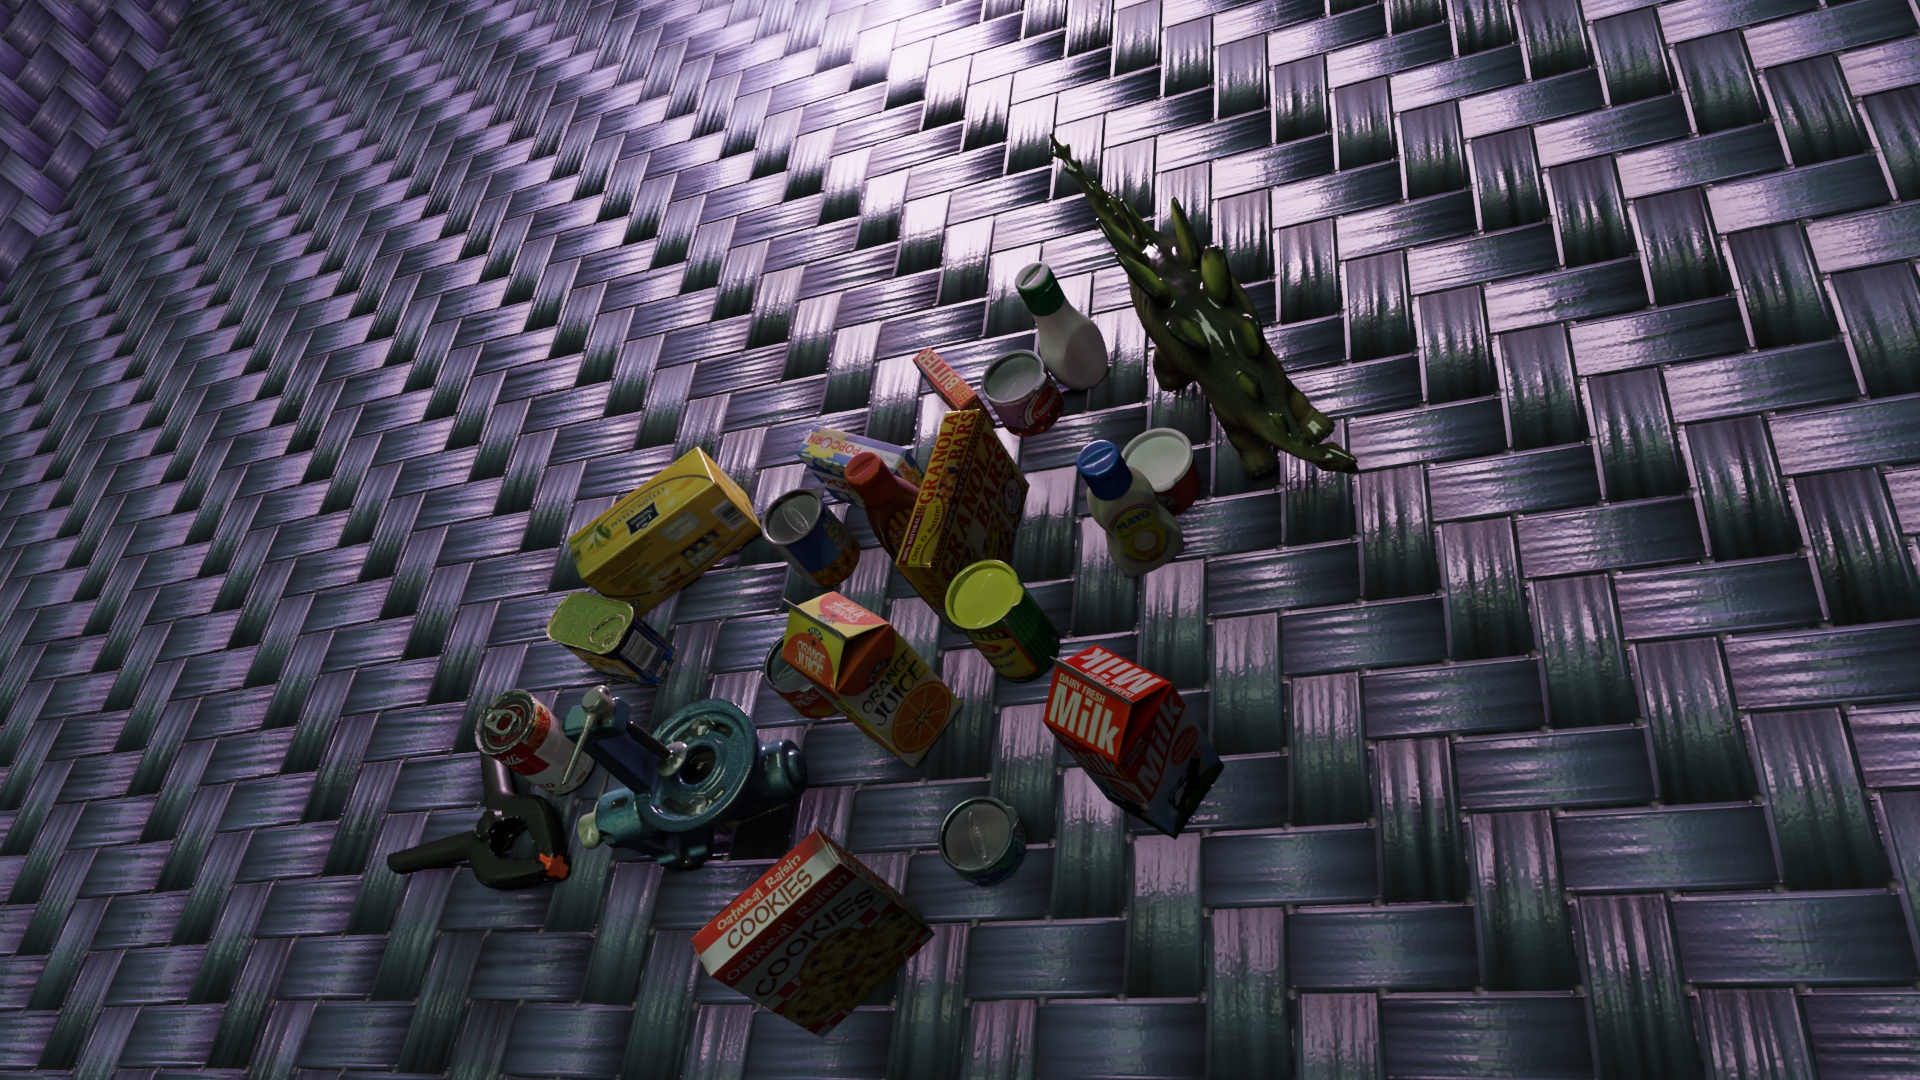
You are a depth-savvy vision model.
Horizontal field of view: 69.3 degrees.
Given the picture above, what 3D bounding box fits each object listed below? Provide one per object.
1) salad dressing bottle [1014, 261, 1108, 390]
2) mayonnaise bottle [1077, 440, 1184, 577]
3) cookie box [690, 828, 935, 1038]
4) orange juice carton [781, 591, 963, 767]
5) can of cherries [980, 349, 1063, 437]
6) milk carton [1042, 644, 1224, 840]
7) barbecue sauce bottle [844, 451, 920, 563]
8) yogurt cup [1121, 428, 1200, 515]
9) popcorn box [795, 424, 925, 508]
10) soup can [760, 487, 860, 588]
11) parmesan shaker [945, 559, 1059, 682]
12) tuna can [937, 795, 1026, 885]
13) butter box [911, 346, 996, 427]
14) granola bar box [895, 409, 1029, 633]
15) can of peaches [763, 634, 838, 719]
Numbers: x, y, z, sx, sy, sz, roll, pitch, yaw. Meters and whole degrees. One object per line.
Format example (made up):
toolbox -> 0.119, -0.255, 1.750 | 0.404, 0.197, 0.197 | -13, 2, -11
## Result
salad dressing bottle -> 0.096, -0.205, 1.328 | 0.044, 0.147, 0.064 | 30, 75, 40
mayonnaise bottle -> 0.140, -0.028, 1.176 | 0.065, 0.147, 0.041 | -29, 48, 7
cookie box -> -0.109, 0.302, 1.058 | 0.123, 0.167, 0.040 | -42, 48, -4
orange juice carton -> -0.080, 0.109, 1.166 | 0.072, 0.192, 0.073 | 27, 73, 39
can of cherries -> 0.063, -0.143, 1.361 | 0.071, 0.058, 0.072 | -14, 52, 19
milk carton -> 0.125, 0.143, 1.031 | 0.072, 0.190, 0.073 | 25, 72, 39
barbecue sauce bottle -> -0.057, -0.026, 1.281 | 0.065, 0.148, 0.044 | -37, 48, 1
yogurt cup -> 0.181, -0.058, 1.239 | 0.072, 0.053, 0.073 | -14, 52, 19
popcorn box -> -0.090, -0.064, 1.368 | 0.127, 0.085, 0.038 | 17, 67, 36
soup can -> -0.142, -0.003, 1.353 | 0.071, 0.083, 0.072 | -14, 52, 19
parmesan shaker -> 0.040, 0.071, 1.188 | 0.071, 0.102, 0.071 | -14, 52, 19
tuna can -> 0.020, 0.241, 1.123 | 0.071, 0.032, 0.071 | -14, 52, 19
butter box -> -0.007, -0.150, 1.408 | 0.024, 0.053, 0.104 | -39, 48, -2
granola bar box -> 0.004, -0.016, 1.256 | 0.039, 0.124, 0.166 | 0, 58, 29
can of peaches -> -0.138, 0.125, 1.275 | 0.071, 0.058, 0.071 | -14, 52, 19
